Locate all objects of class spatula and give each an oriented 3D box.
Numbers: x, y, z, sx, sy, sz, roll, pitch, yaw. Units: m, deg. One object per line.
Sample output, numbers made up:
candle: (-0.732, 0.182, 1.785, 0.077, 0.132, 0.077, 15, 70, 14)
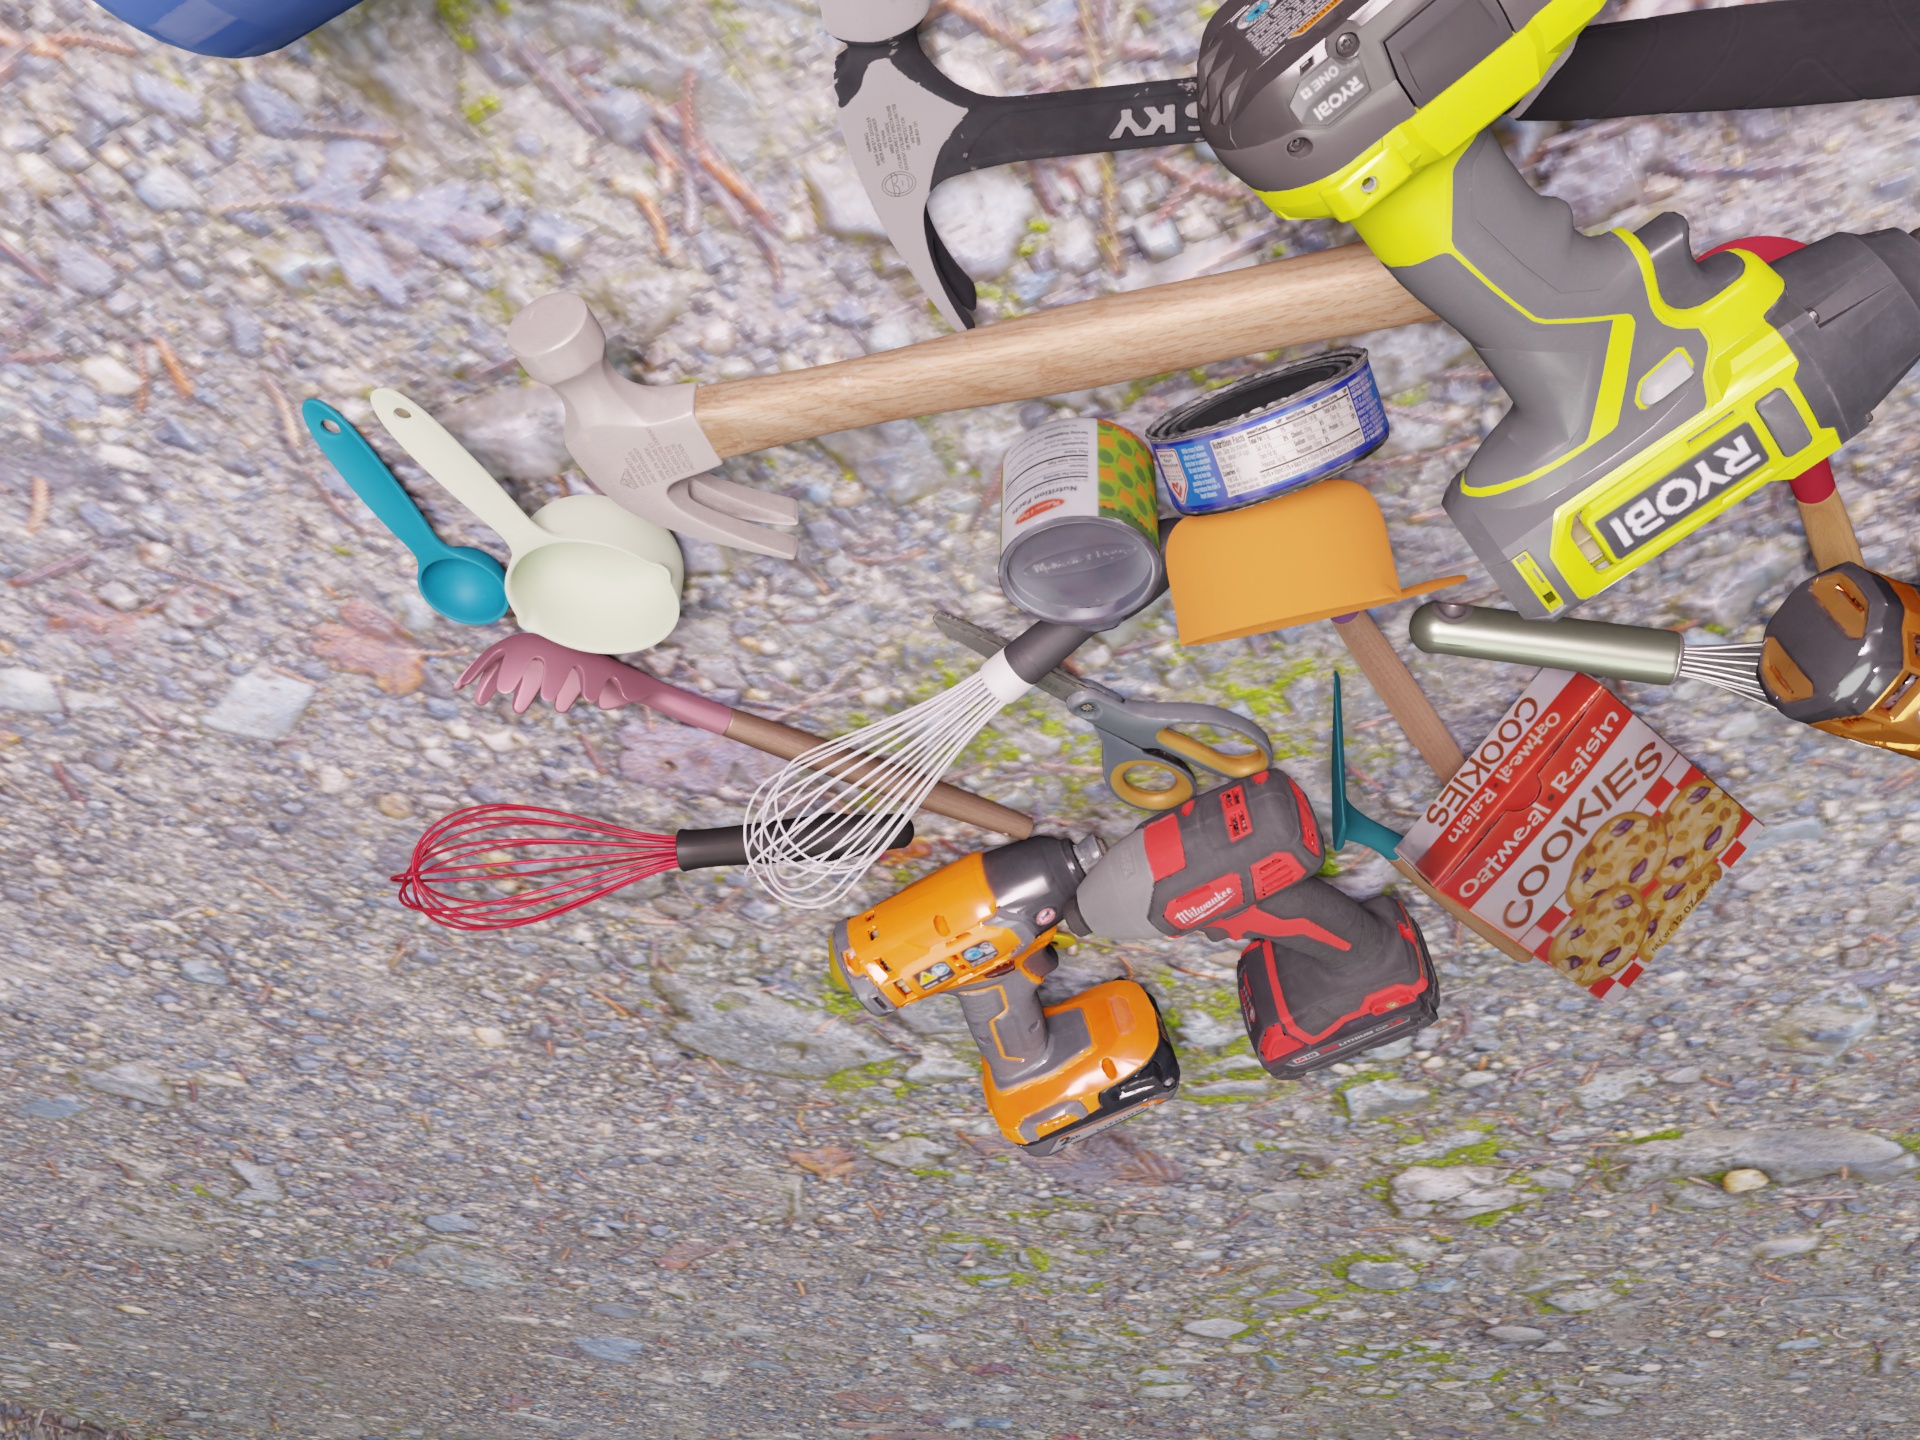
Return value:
spatula: (0.258, 0.078, 0.866, 0.044, 0.082, 0.317, -18, 145, 34)
spatula: (0.188, -0.035, 0.744, 0.060, 0.018, 0.315, -18, 137, 30)

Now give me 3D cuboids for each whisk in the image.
whisk: (0.326, -0.026, 0.708, 0.246, 0.058, 0.059, 8, 125, 10)
whisk: (-0.001, -0.001, 0.742, 0.284, 0.070, 0.070, -38, 129, 24)
whisk: (-0.171, 0.073, 0.872, 0.296, 0.073, 0.073, -6, 142, 8)

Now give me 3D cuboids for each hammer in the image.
hammer: (0.017, -0.126, 0.568, 0.331, 0.031, 0.129, -9, 146, 13)
hammer: (0.165, -0.201, 0.513, 0.409, 0.036, 0.149, -3, 144, 7)

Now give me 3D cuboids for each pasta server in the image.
pasta server: (-0.098, 0.017, 0.816, 0.316, 0.040, 0.060, 21, 165, -25)

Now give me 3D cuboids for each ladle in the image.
ladle: (0.362, -0.082, 0.668, 0.069, 0.031, 0.315, -19, 140, 30)

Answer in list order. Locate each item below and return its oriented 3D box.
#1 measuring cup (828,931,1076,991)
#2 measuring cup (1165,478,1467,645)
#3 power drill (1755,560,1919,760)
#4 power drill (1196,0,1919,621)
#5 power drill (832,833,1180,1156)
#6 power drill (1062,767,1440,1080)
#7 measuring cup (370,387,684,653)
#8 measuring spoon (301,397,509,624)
measuring cup: (-0.006, 0.149, 0.992, 0.156, 0.029, 0.062, -2, 143, 4)
measuring cup: (0.155, -0.070, 0.654, 0.173, 0.052, 0.095, -13, 180, -42)
power drill: (0.439, -0.067, 0.587, 0.185, 0.084, 0.226, 16, 124, -14)
power drill: (0.189, -0.150, 0.471, 0.171, 0.080, 0.223, -36, 122, 19)
power drill: (0.048, 0.159, 0.950, 0.164, 0.084, 0.226, -28, 130, 11)
power drill: (0.163, 0.116, 0.882, 0.143, 0.079, 0.219, -28, 135, 23)
measuring cup: (-0.183, -0.092, 0.677, 0.083, 0.038, 0.167, -18, 137, 25)
measuring spoon: (-0.242, -0.094, 0.699, 0.042, 0.021, 0.128, -14, 131, 21)
